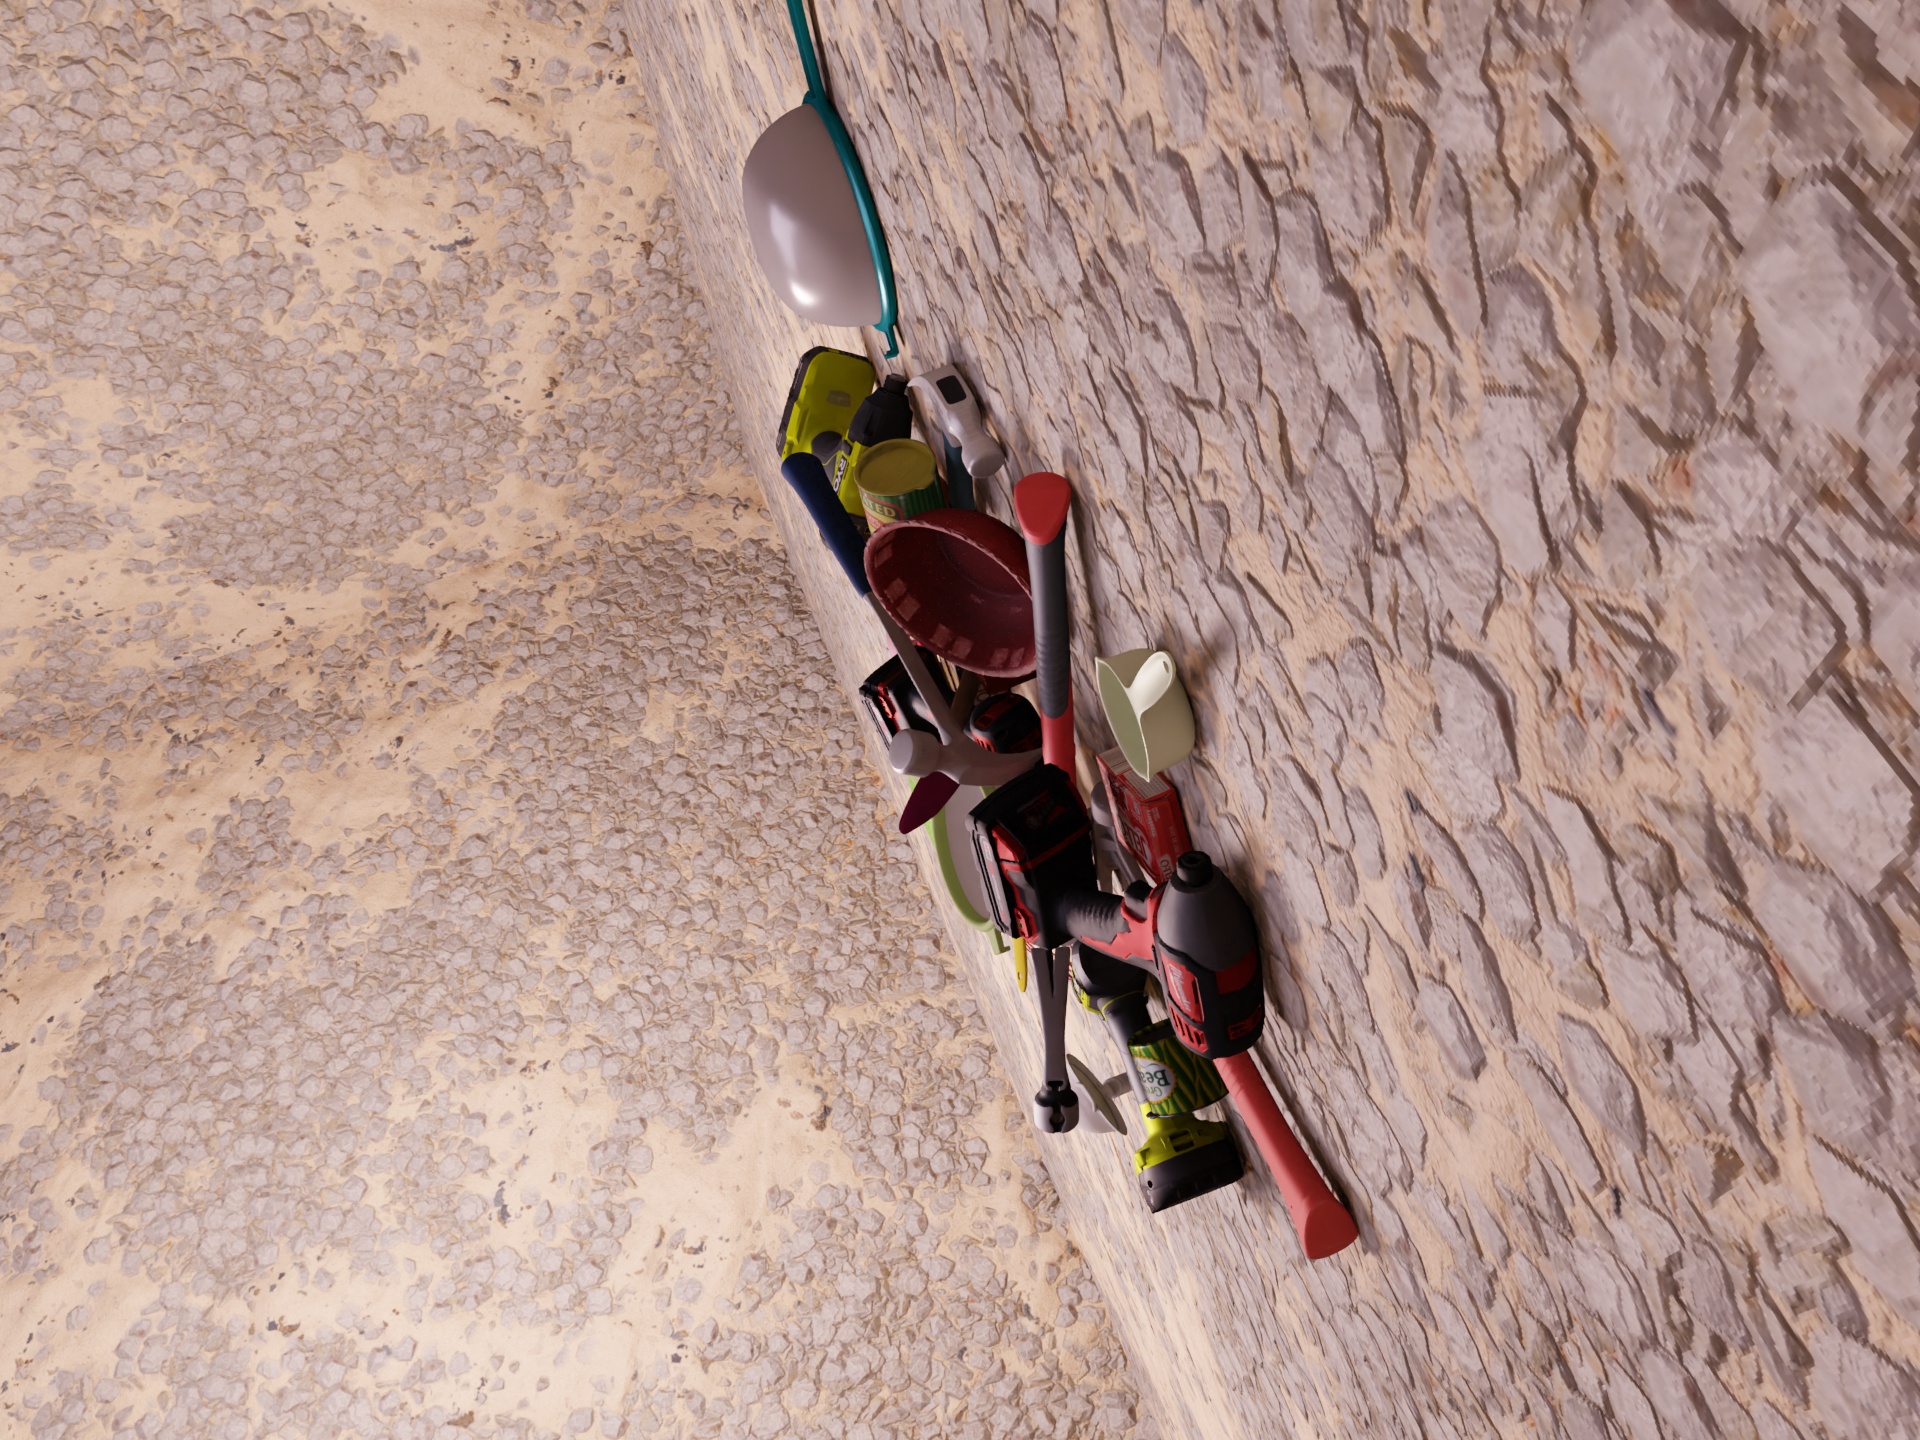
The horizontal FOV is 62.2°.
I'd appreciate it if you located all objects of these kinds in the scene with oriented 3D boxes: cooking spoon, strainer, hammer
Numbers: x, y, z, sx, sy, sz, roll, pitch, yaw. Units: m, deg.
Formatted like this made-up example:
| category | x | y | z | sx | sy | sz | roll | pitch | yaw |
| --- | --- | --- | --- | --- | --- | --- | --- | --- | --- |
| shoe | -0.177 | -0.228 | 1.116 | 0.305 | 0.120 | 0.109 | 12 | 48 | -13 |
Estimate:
| category | x | y | z | sx | sy | sz | roll | pitch | yaw |
| --- | --- | --- | --- | --- | --- | --- | --- | --- | --- |
| cooking spoon | -0.002 | -0.004 | 1.333 | 0.017 | 0.068 | 0.319 | 47 | -151 | -17 |
| strainer | 0.137 | 0.342 | 1.465 | 0.087 | 0.050 | 0.258 | 54 | -167 | 18 |
| hammer | 0.077 | 0.194 | 1.420 | 0.409 | 0.036 | 0.149 | -86 | -6 | -72 |
| hammer | 0.175 | 0.213 | 1.125 | 0.149 | 0.036 | 0.359 | 78 | 169 | -51 |
| hammer | 0.002 | -0.173 | 1.330 | 0.330 | 0.033 | 0.128 | 84 | 162 | -64 |
| strainer | -0.145 | -0.469 | 1.339 | 0.340 | 0.095 | 0.211 | 76 | 170 | -50 |
| strainer | 0.013 | 0.073 | 1.359 | 0.257 | 0.069 | 0.151 | -132 | 38 | -56 |
| hammer | 0.072 | -0.016 | 1.153 | 0.143 | 0.038 | 0.385 | -74 | -17 | -48 |
| hammer | -0.061 | -0.092 | 1.316 | 0.035 | 0.144 | 0.406 | -54 | 45 | 27 |

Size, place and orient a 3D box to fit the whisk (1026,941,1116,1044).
| category | x | y | z | sx | sy | sz | roll | pitch | yaw |
| --- | --- | --- | --- | --- | --- | --- | --- | --- | --- |
| whisk | 0.122 | 0.254 | 1.561 | 0.296 | 0.073 | 0.073 | 54 | 164 | 42 |

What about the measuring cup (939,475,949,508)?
| category | x | y | z | sx | sy | sz | roll | pitch | yaw |
| --- | --- | --- | --- | --- | --- | --- | --- | --- | --- |
| measuring cup | -0.033 | -0.153 | 1.459 | 0.173 | 0.052 | 0.095 | 77 | -157 | -45 |

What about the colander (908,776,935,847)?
| category | x | y | z | sx | sy | sz | roll | pitch | yaw |
| --- | --- | --- | --- | --- | --- | --- | --- | --- | --- |
| colander | -0.018 | 0.028 | 1.789 | 0.205 | 0.094 | 0.396 | -121 | 12 | -54 |

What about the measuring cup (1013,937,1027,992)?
| category | x | y | z | sx | sy | sz | roll | pitch | yaw |
| --- | --- | --- | --- | --- | --- | --- | --- | --- | --- |
| measuring cup | 0.037 | 0.161 | 1.393 | 0.062 | 0.029 | 0.156 | 160 | 106 | -66 |

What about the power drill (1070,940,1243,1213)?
| category | x | y | z | sx | sy | sz | roll | pitch | yaw |
| --- | --- | --- | --- | --- | --- | --- | --- | --- | --- |
| power drill | 0.155 | 0.292 | 1.348 | 0.190 | 0.080 | 0.229 | 78 | 171 | -70 |

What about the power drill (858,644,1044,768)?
| category | x | y | z | sx | sy | sz | roll | pitch | yaw |
| --- | --- | --- | --- | --- | --- | --- | --- | --- | --- |
| power drill | 0.018 | 0.036 | 1.469 | 0.227 | 0.080 | 0.187 | 27 | 149 | 50 |

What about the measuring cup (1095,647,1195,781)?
| category | x | y | z | sx | sy | sz | roll | pitch | yaw |
| --- | --- | --- | --- | --- | --- | --- | --- | --- | --- |
| measuring cup | 0.117 | -0.017 | 0.916 | 0.167 | 0.038 | 0.083 | 109 | 139 | -76 |

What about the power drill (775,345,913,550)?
| category | x | y | z | sx | sy | sz | roll | pitch | yaw |
| --- | --- | --- | --- | --- | --- | --- | --- | --- | --- |
| power drill | -0.107 | -0.275 | 1.540 | 0.223 | 0.080 | 0.171 | -124 | 48 | -56 |

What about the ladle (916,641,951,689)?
| category | x | y | z | sx | sy | sz | roll | pitch | yaw |
| --- | --- | --- | --- | --- | --- | --- | --- | --- | --- |
| ladle | -0.026 | -0.047 | 1.589 | 0.069 | 0.031 | 0.315 | -108 | -3 | -79 |

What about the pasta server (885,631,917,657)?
| category | x | y | z | sx | sy | sz | roll | pitch | yaw |
| --- | --- | --- | --- | --- | --- | --- | --- | --- | --- |
| pasta server | -0.015 | 0.026 | 1.623 | 0.316 | 0.040 | 0.060 | 69 | -165 | 16 |

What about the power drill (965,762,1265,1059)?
| category | x | y | z | sx | sy | sz | roll | pitch | yaw |
| --- | --- | --- | --- | --- | --- | --- | --- | --- | --- |
| power drill | 0.104 | 0.116 | 1.039 | 0.220 | 0.078 | 0.143 | 28 | 140 | 47 |
